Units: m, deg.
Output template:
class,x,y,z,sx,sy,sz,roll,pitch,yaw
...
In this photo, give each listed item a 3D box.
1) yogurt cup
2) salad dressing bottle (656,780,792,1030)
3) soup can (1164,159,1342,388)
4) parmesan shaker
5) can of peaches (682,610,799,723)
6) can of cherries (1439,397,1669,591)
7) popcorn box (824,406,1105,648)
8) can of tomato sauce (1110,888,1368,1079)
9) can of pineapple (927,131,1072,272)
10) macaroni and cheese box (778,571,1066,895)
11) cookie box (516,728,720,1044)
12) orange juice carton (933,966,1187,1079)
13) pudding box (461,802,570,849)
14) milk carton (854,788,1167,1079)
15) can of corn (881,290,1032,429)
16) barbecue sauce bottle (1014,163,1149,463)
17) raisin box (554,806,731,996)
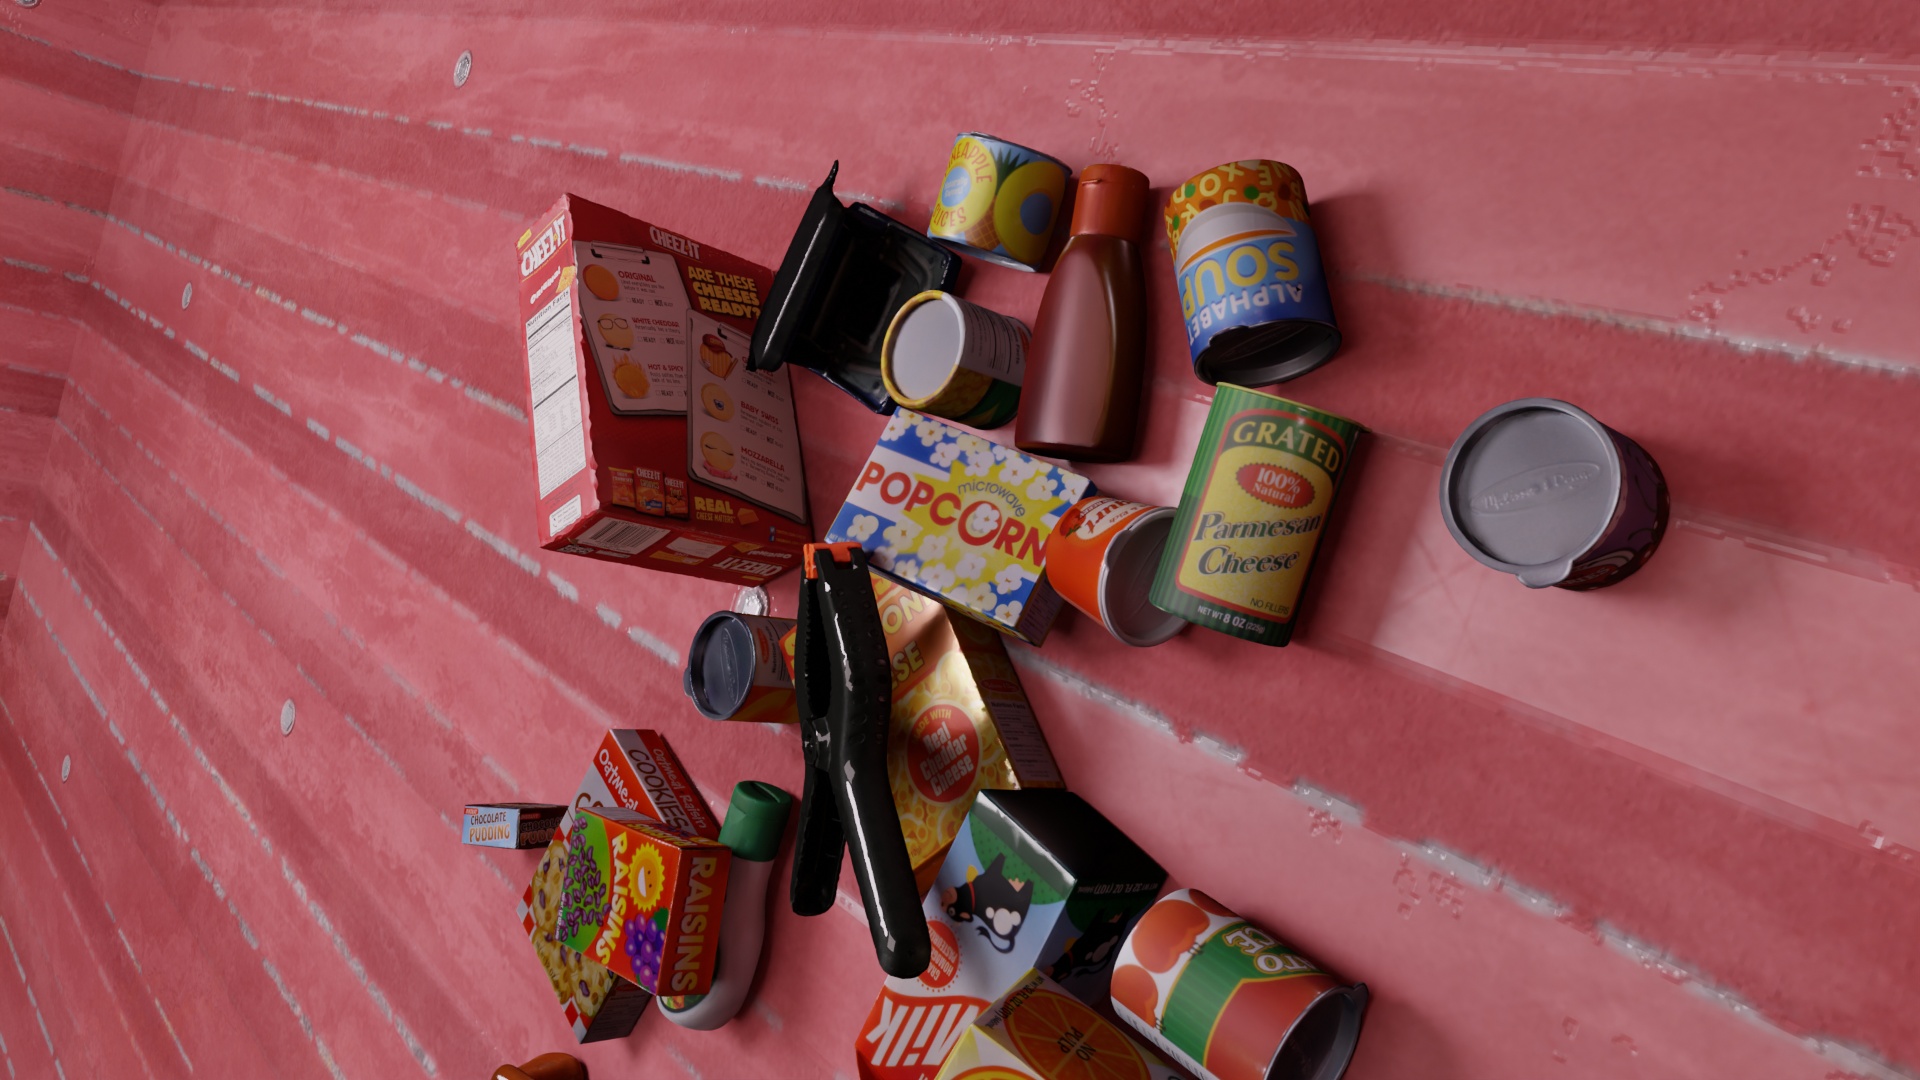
class,x,y,z,sx,sy,sz,roll,pitch,yaw
yogurt cup,0.078,0.011,0.662,0.054,0.072,0.072,24,99,52
salad dressing bottle,-0.141,0.220,0.841,0.064,0.044,0.147,25,99,45
soup can,0.130,-0.121,0.632,0.071,0.071,0.084,-24,66,39
parmesan shaker,0.132,-0.010,0.614,0.071,0.071,0.103,22,98,44
can of peaches,-0.125,0.078,0.846,0.071,0.058,0.071,-10,76,43
can of cherries,0.226,-0.014,0.527,0.071,0.058,0.071,-10,75,41
popcorn box,0.003,-0.009,0.720,0.127,0.038,0.085,23,79,30
can of tomato sauce,0.116,0.194,0.585,0.083,0.071,0.071,26,100,44
can of pineapple,0.019,-0.183,0.753,0.071,0.071,0.057,24,99,44
macaroni and cheese box,-0.027,0.094,0.760,0.123,0.040,0.167,-42,56,28
cookie box,-0.228,0.228,0.927,0.123,0.040,0.167,46,114,39
orange juice carton,0.077,0.266,0.556,0.193,0.072,0.073,32,105,19
pudding box,-0.321,0.208,1.013,0.083,0.050,0.030,-7,78,44
milk carton,0.014,0.220,0.672,0.073,0.072,0.190,36,107,42
can of corn,-0.003,-0.097,0.765,0.071,0.058,0.071,-11,74,42
barbecue sauce bottle,0.068,-0.116,0.711,0.065,0.044,0.148,6,85,44
raisin box,-0.192,0.214,0.834,0.123,0.040,0.086,4,83,47
